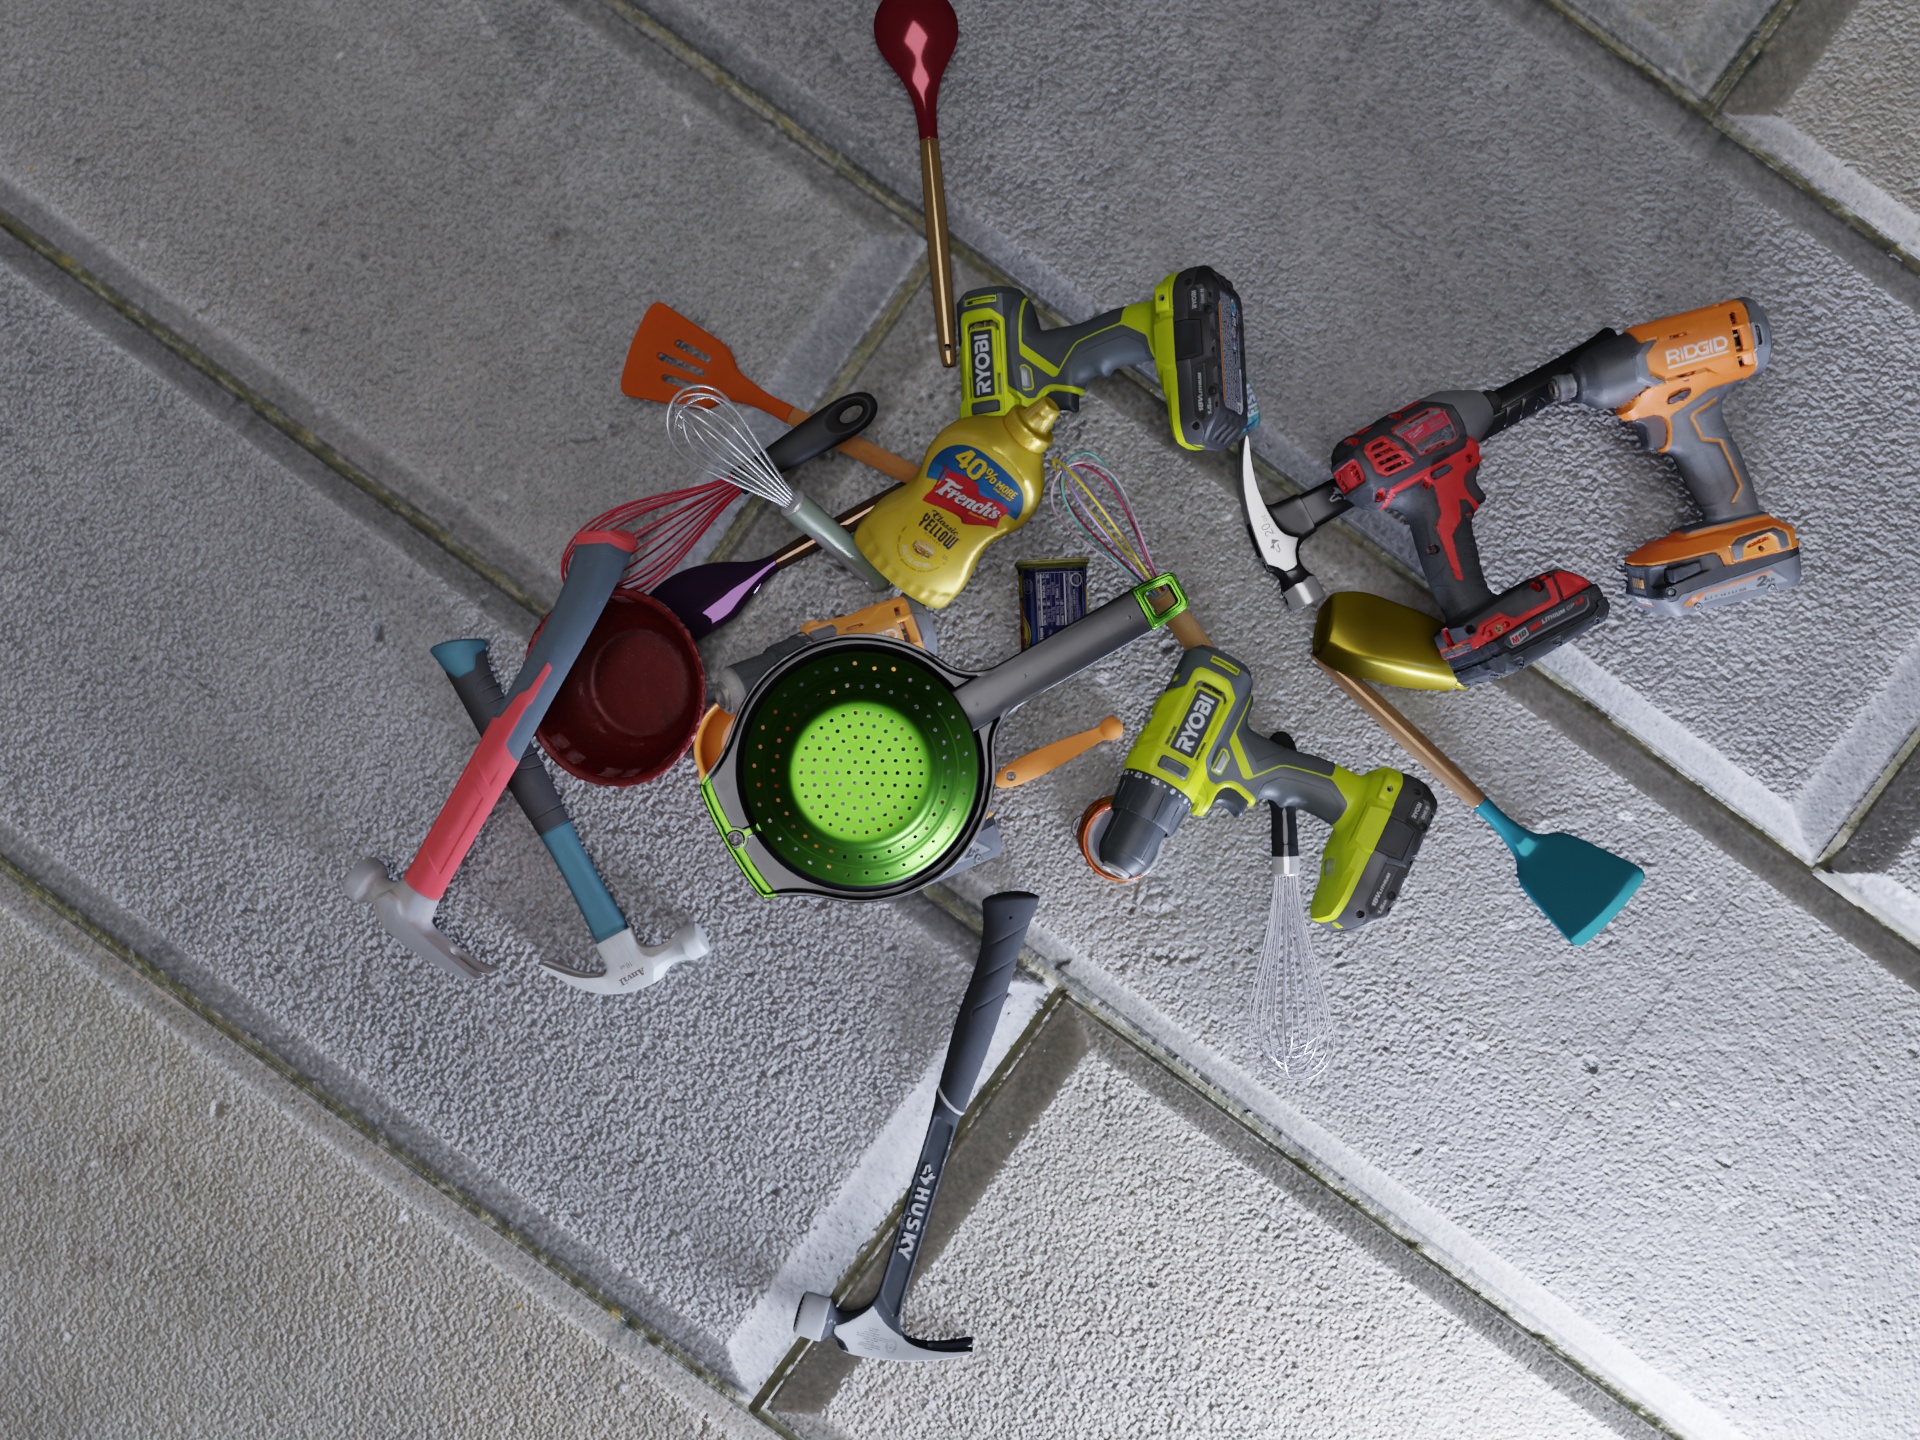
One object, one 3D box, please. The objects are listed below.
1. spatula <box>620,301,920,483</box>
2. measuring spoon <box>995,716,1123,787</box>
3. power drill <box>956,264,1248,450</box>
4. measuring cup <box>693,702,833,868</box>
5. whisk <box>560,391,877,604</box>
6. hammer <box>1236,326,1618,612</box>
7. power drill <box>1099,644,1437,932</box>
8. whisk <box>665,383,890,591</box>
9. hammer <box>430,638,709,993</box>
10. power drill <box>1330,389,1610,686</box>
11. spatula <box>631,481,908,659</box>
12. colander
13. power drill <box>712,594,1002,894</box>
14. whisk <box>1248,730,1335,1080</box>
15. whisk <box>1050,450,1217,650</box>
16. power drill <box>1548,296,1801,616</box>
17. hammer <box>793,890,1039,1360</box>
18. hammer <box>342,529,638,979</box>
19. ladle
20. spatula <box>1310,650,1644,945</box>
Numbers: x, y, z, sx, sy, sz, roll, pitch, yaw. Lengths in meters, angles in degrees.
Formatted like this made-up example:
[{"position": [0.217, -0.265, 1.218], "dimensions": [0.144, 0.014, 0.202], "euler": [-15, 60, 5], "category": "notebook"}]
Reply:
[{"position": [-0.119, -0.237, 1.292], "dimensions": [0.322, 0.041, 0.081], "euler": [27, 105, 6], "category": "spatula"}, {"position": [0.081, 0.027, 1.317], "dimensions": [0.117, 0.011, 0.021], "euler": [-25, 91, 2], "category": "measuring spoon"}, {"position": [0.105, -0.263, 1.247], "dimensions": [0.223, 0.080, 0.171], "euler": [-3, 91, 27], "category": "power drill"}, {"position": [-0.146, 0.053, 1.305], "dimensions": [0.095, 0.052, 0.173], "euler": [-38, 95, 1], "category": "measuring cup"}, {"position": [-0.194, -0.181, 1.279], "dimensions": [0.296, 0.073, 0.073], "euler": [-30, 91, 7], "category": "whisk"}, {"position": [0.382, -0.229, 1.292], "dimensions": [0.335, 0.035, 0.146], "euler": [-28, 92, 2], "category": "hammer"}, {"position": [0.233, 0.073, 1.242], "dimensions": [0.228, 0.080, 0.190], "euler": [28, 78, 0], "category": "power drill"}, {"position": [-0.137, -0.174, 1.242], "dimensions": [0.246, 0.058, 0.059], "euler": [40, 73, -37], "category": "whisk"}, {"position": [-0.342, 0.077, 1.318], "dimensions": [0.128, 0.033, 0.331], "euler": [-29, 91, 1], "category": "hammer"}, {"position": [0.399, -0.150, 1.238], "dimensions": [0.143, 0.078, 0.220], "euler": [-29, 88, -11], "category": "power drill"}, {"position": [-0.131, -0.145, 1.314], "dimensions": [0.316, 0.018, 0.060], "euler": [-28, 81, 2], "category": "spatula"}, {"position": [-0.002, -0.004, 1.167], "dimensions": [0.397, 0.094, 0.204], "euler": [-30, 92, -3], "category": "colander"}, {"position": [-0.081, 0.028, 1.260], "dimensions": [0.185, 0.084, 0.226], "euler": [-20, 91, -27], "category": "power drill"}, {"position": [0.268, 0.151, 1.298], "dimensions": [0.070, 0.070, 0.284], "euler": [-1, 87, 1], "category": "whisk"}, {"position": [0.144, -0.119, 1.256], "dimensions": [0.244, 0.047, 0.051], "euler": [49, 60, -28], "category": "whisk"}, {"position": [0.561, -0.202, 1.253], "dimensions": [0.164, 0.084, 0.226], "euler": [-14, 99, 2], "category": "power drill"}, {"position": [-0.009, 0.336, 1.317], "dimensions": [0.149, 0.036, 0.409], "euler": [17, 92, 0], "category": "hammer"}, {"position": [-0.350, 0.022, 1.269], "dimensions": [0.143, 0.038, 0.386], "euler": [34, 102, 8], "category": "hammer"}, {"position": [-0.025, -0.448, 1.300], "dimensions": [0.069, 0.031, 0.315], "euler": [-6, 93, 0], "category": "ladle"}, {"position": [0.408, 0.048, 1.295], "dimensions": [0.317, 0.044, 0.082], "euler": [42, 91, 1], "category": "spatula"}]
